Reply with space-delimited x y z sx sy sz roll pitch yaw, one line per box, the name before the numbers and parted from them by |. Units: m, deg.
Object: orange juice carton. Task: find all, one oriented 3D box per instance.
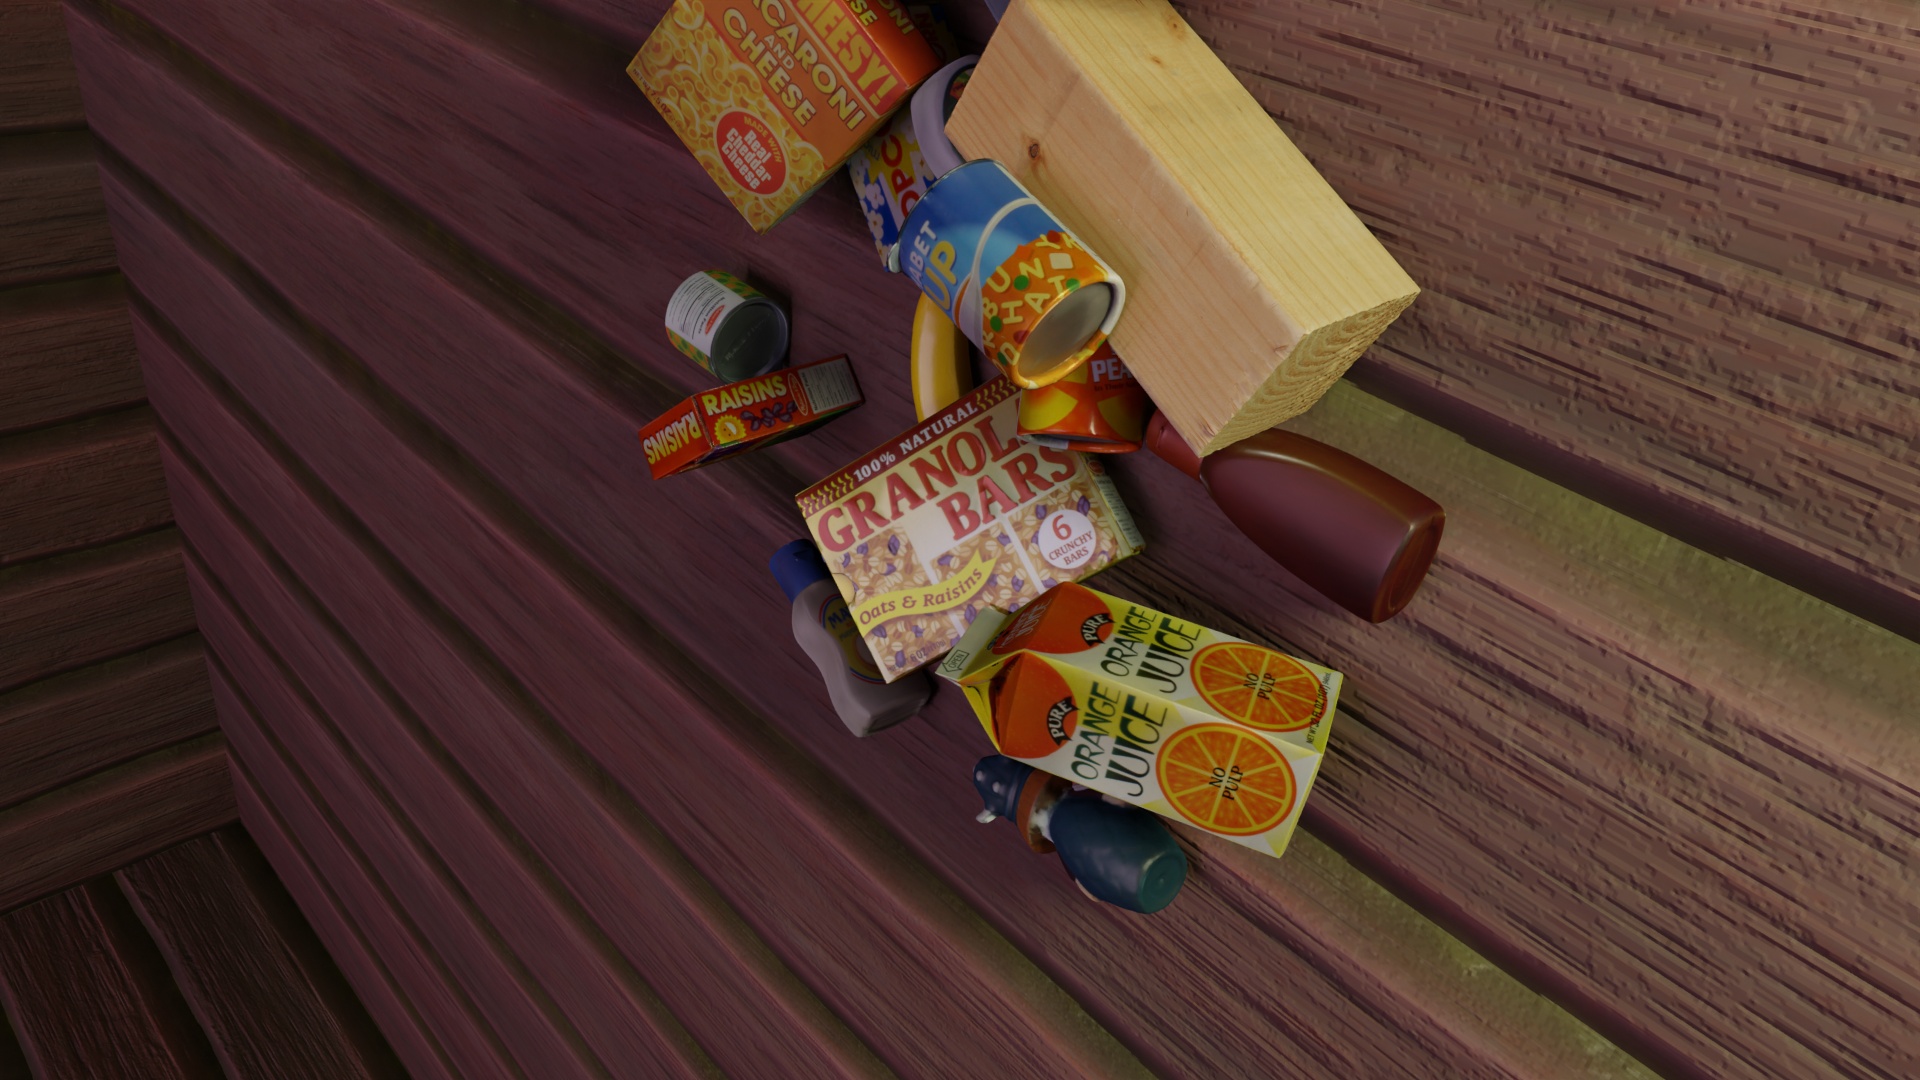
orange juice carton | 0.088 0.082 0.713 0.193 0.072 0.072 19 124 13

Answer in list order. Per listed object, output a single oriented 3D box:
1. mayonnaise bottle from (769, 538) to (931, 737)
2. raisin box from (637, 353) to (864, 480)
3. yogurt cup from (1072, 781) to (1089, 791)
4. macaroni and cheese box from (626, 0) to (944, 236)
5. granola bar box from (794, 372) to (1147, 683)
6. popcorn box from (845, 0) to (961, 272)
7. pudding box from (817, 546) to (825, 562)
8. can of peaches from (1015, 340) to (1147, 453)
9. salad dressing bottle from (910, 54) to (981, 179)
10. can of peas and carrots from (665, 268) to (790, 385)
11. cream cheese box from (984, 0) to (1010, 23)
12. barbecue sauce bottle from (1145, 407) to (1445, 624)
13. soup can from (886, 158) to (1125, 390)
mayonnaise bottle | -0.084 0.065 0.975 0.148 0.065 0.041 54 140 22
raisin box | -0.139 -0.081 0.920 0.086 0.124 0.040 -18 93 51
yogurt cup | 0.088 0.107 0.792 0.072 0.072 0.054 -30 75 51
macaroni and cheese box | -0.101 -0.262 0.766 0.123 0.040 0.166 51 141 -10
granola bar box | 0.003 -0.010 0.790 0.165 0.039 0.124 -30 82 18
popcorn box | -0.027 -0.226 0.789 0.085 0.038 0.126 -17 93 52
pudding box | -0.070 -0.019 0.943 0.083 0.030 0.049 -21 92 52
can of peaches | 0.065 -0.078 0.714 0.071 0.071 0.058 3 85 49
salad dressing bottle | 0.032 -0.180 0.726 0.147 0.064 0.044 56 158 -1
can of peas and carrots | -0.160 -0.146 0.963 0.059 0.071 0.070 35 131 35
cream cheese box | 0.048 -0.284 0.629 0.103 0.024 0.053 -25 128 21
barbecue sauce bottle | 0.155 -0.024 0.667 0.149 0.044 0.064 37 131 34
soup can | 0.020 -0.116 0.616 0.084 0.071 0.071 49 138 23
